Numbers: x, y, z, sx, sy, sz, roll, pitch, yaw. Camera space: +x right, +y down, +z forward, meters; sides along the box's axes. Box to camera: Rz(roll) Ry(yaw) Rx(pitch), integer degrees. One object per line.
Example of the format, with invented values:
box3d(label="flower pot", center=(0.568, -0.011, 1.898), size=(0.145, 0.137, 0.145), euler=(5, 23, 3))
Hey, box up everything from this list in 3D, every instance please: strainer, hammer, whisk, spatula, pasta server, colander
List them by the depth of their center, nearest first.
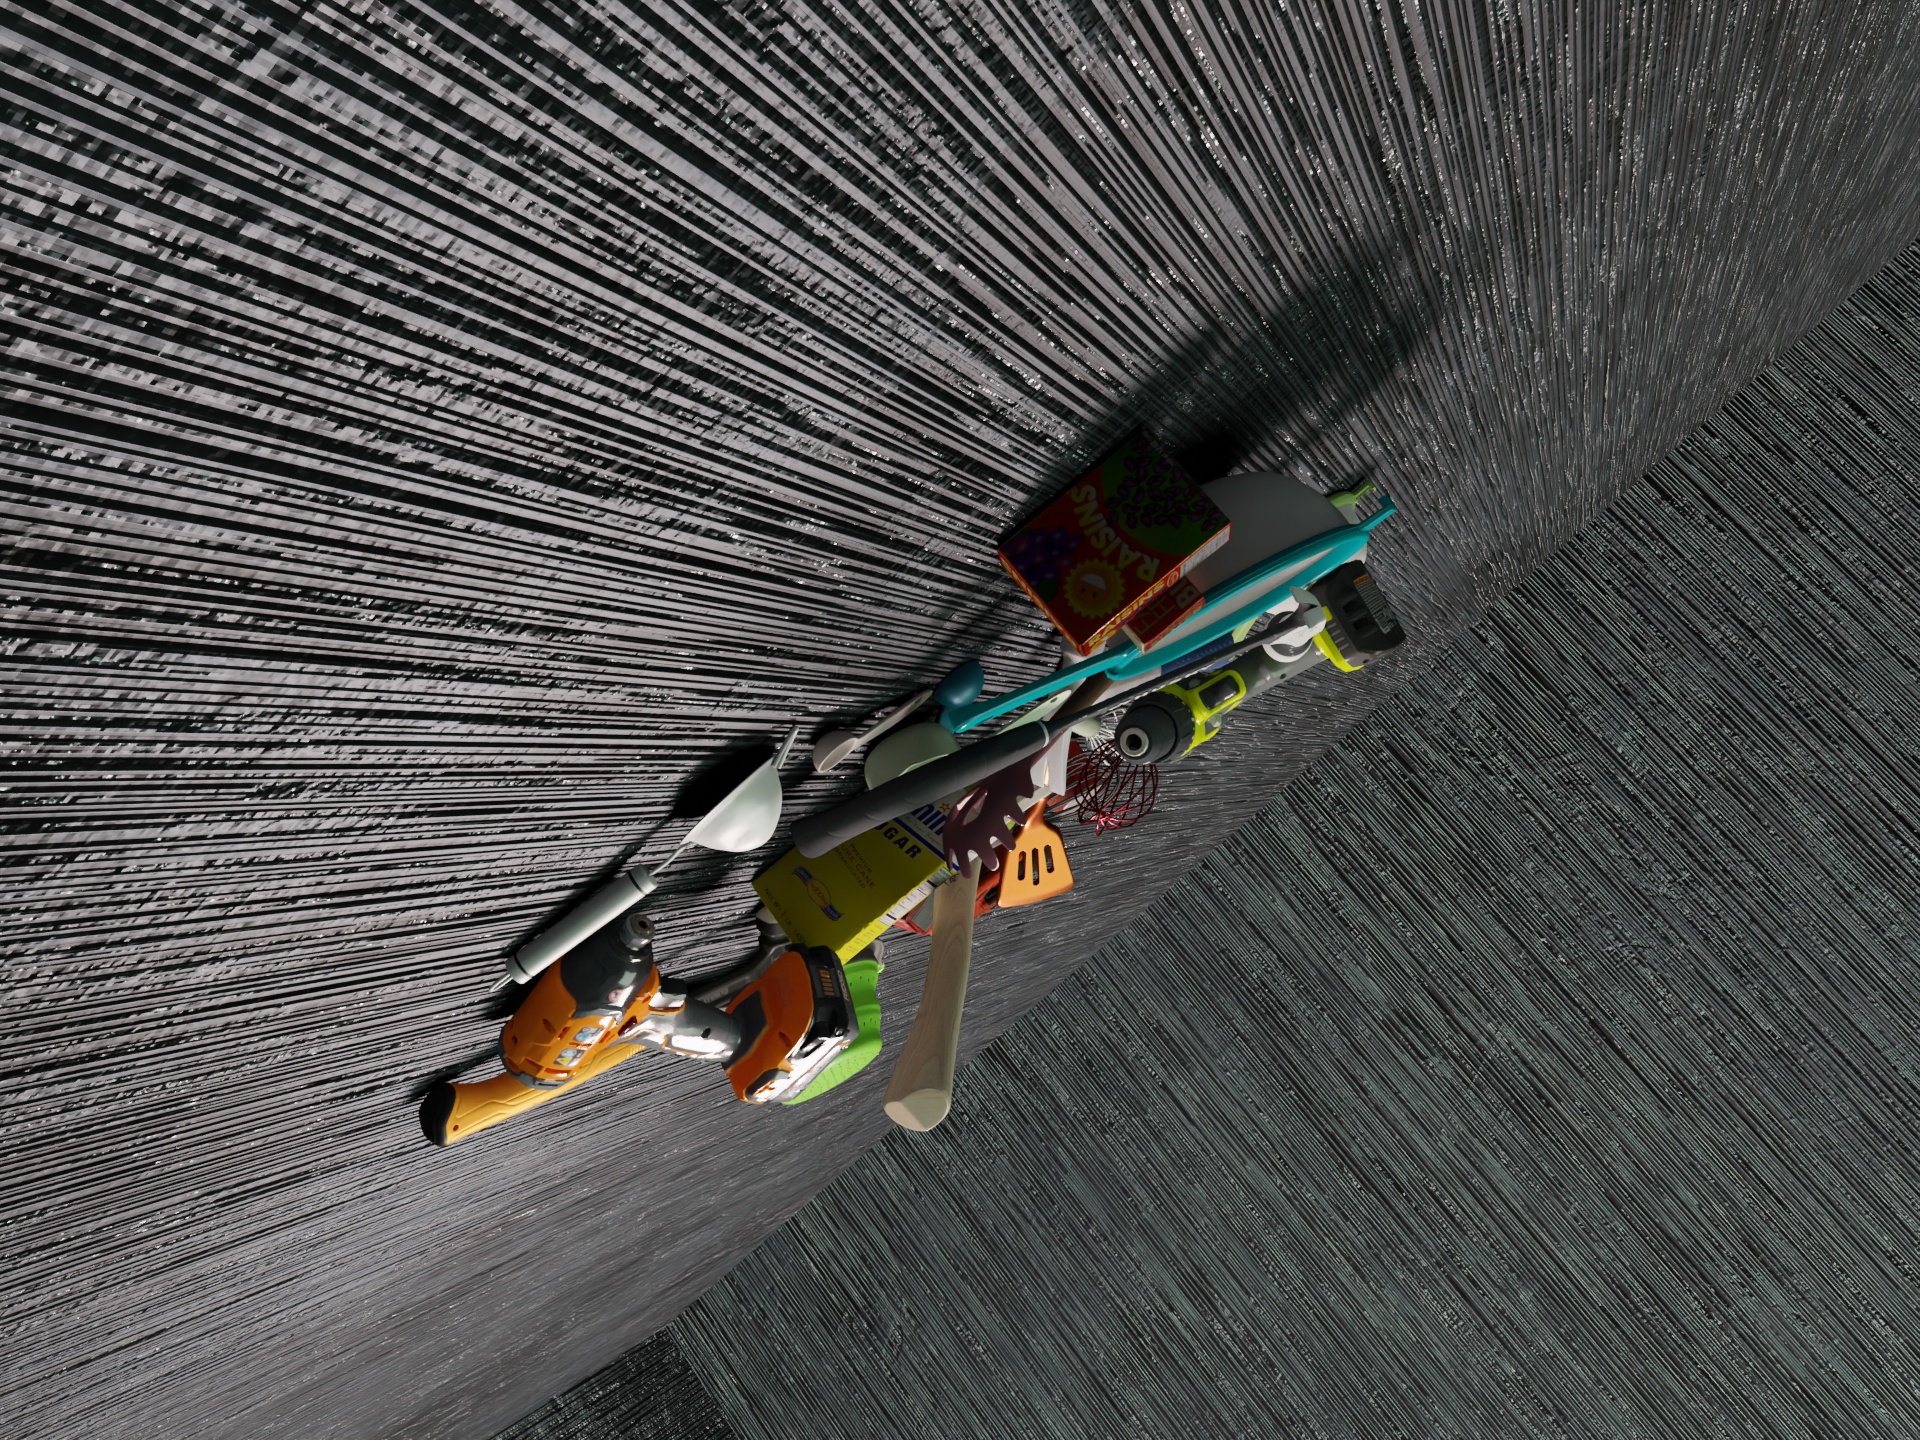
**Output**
box3d(label="strainer", center=(-0.196, 0.098, 1.020), size=(0.258, 0.050, 0.087), euler=(-36, 177, -1))
box3d(label="hammer", center=(0.072, 0.004, 1.122), size=(0.409, 0.036, 0.149), euler=(-24, 172, -2))
box3d(label="strainer", center=(0.124, -0.094, 1.125), size=(0.340, 0.095, 0.211), euler=(-24, 172, -20))
box3d(label="hammer", center=(0.000, 0.161, 1.186), size=(0.146, 0.038, 0.411), euler=(-37, -165, 17))
box3d(label="pasta server", center=(0.092, -0.006, 1.213), size=(0.316, 0.060, 0.040), euler=(-46, 125, -22))
box3d(label="hammer", center=(-0.259, 0.252, 1.236), size=(0.337, 0.034, 0.127), euler=(-19, 119, -42))
box3d(label="hammer", center=(0.165, -0.036, 1.420), size=(0.405, 0.035, 0.144), euler=(-18, 128, -62))
box3d(label="spatula", center=(0.080, 0.056, 1.420), size=(0.081, 0.041, 0.322), euler=(-12, 142, -16))
box3d(label="colander", center=(-0.177, 0.289, 1.432), size=(0.204, 0.095, 0.396), euler=(-39, 160, 17))
box3d(label="whisk", center=(0.165, 0.020, 1.476), size=(0.073, 0.073, 0.296), euler=(-49, -177, 32))
box3d(label="whisk", center=(0.124, 0.004, 1.501), size=(0.246, 0.058, 0.059), euler=(22, 83, -70))
box3d(label="whisk", center=(0.048, 0.098, 1.529), size=(0.239, 0.055, 0.055), euler=(-29, 167, 13))
box3d(label="strainer", center=(0.324, -0.117, 1.561), size=(0.151, 0.069, 0.256), euler=(-31, 161, -29))

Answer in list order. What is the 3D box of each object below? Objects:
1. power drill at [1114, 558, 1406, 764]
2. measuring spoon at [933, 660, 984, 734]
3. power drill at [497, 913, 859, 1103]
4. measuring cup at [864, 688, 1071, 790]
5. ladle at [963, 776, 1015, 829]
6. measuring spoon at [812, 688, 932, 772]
box3d(label="power drill", center=(0.233, -0.036, 1.286), size=(0.228, 0.080, 0.190), euler=(-31, 176, 24))
box3d(label="measuring spoon", center=(-0.002, -0.004, 1.206), size=(0.042, 0.021, 0.128), euler=(-34, 162, -20))
box3d(label="power drill", center=(-0.188, 0.200, 1.122), size=(0.226, 0.084, 0.164), euler=(14, 131, -36))
box3d(label="measuring cup", center=(0.003, 0.009, 1.186), size=(0.167, 0.038, 0.083), euler=(-31, 157, 0))
box3d(label="ladle", center=(-0.074, 0.144, 1.444), size=(0.320, 0.062, 0.078), euler=(-36, 144, 16))
box3d(label="measuring spoon", center=(-0.062, 0.000, 1.107), size=(0.124, 0.018, 0.034), euler=(-34, 165, -45))
